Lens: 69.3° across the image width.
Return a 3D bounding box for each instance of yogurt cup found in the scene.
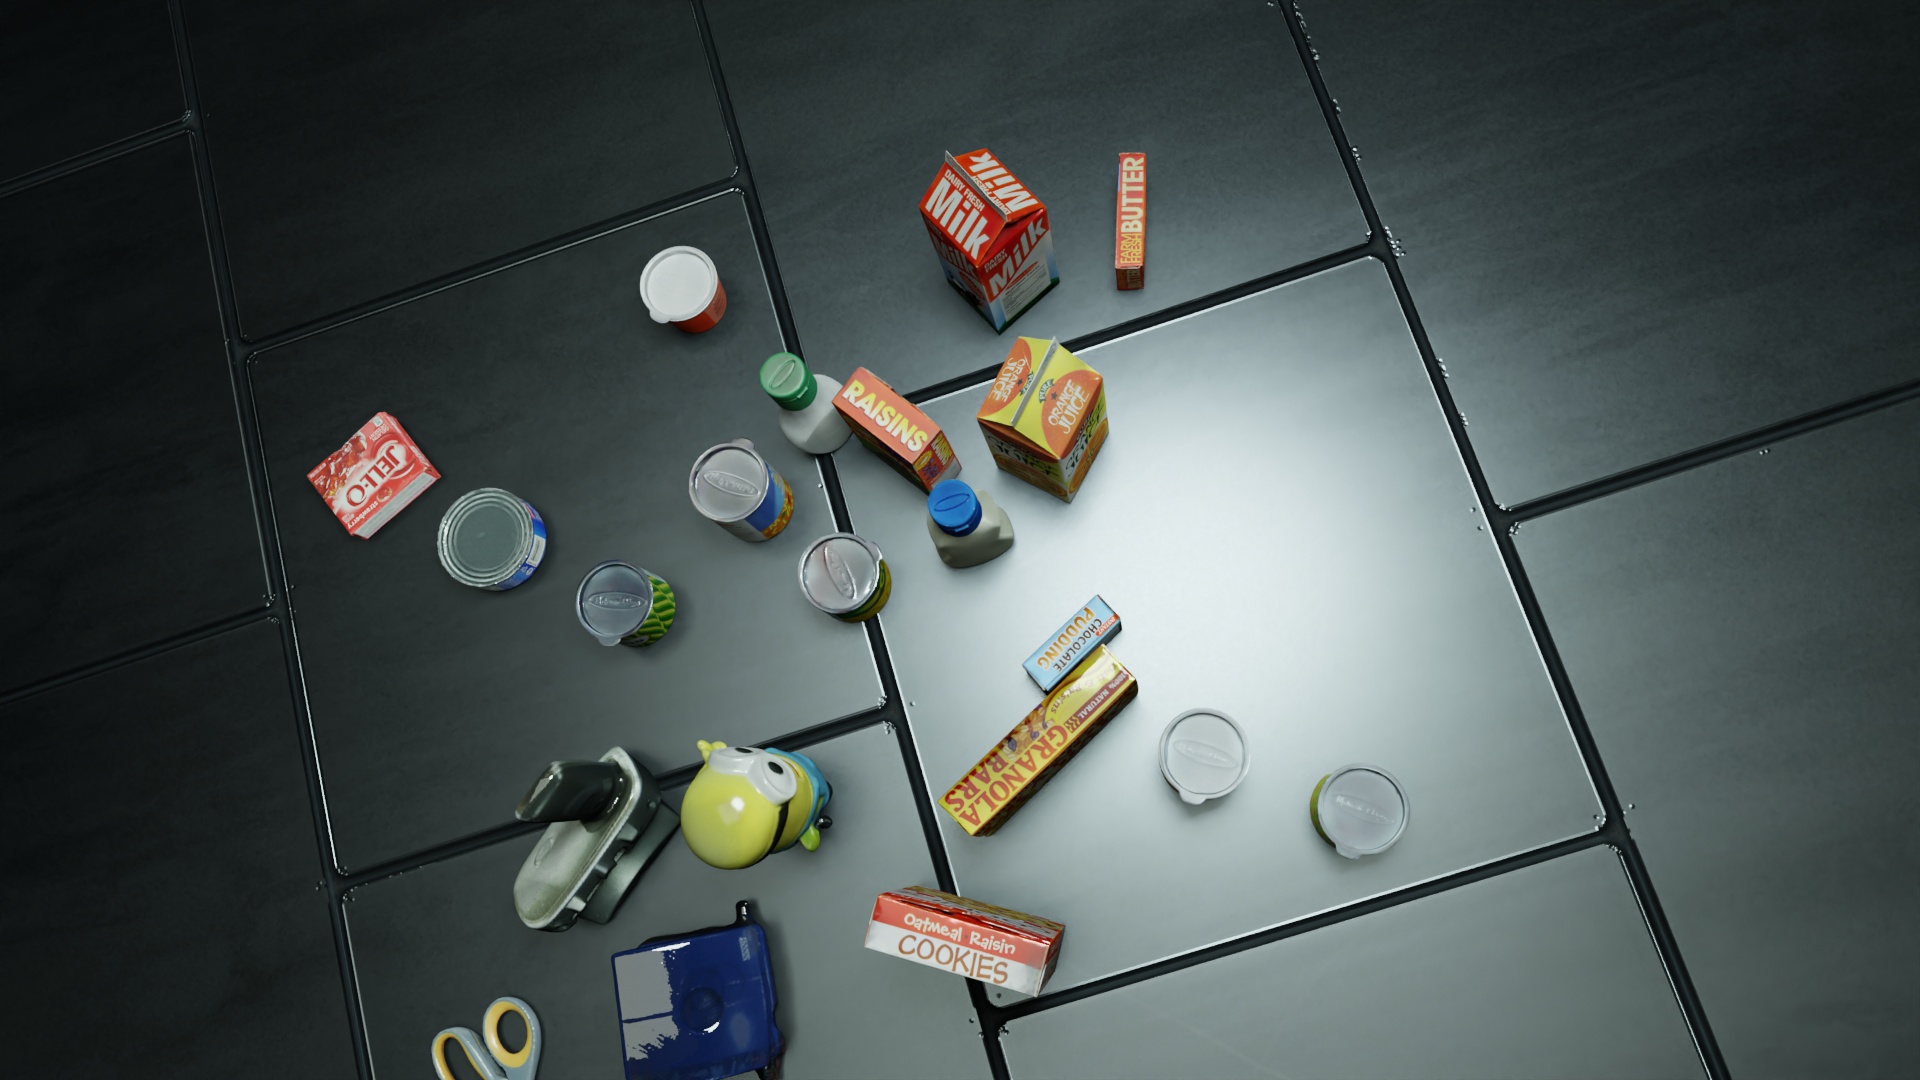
[{"bbox_3d":[-0.237,-0.215,1.207,0.072,0.054,0.072,-2,78,8],"label":"yogurt cup"}]

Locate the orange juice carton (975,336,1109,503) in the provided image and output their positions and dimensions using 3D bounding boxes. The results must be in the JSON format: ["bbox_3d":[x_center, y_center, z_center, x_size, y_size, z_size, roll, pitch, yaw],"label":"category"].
[{"bbox_3d":[0.064,-0.095,1.069,0.073,0.192,0.072,27,83,12],"label":"orange juice carton"}]

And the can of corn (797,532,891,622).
[{"bbox_3d":[-0.091,0.030,1.132,0.071,0.058,0.071,-2,78,8],"label":"can of corn"}]

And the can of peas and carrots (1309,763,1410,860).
[{"bbox_3d":[0.297,0.204,1.041,0.071,0.058,0.071,-2,78,8],"label":"can of peas and carrots"}]

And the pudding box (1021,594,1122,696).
[{"bbox_3d":[0.089,0.084,1.100,0.084,0.049,0.030,-43,76,-3],"label":"pudding box"}]

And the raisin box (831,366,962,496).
[{"bbox_3d":[-0.049,-0.084,1.117,0.086,0.123,0.040,39,86,13],"label":"raisin box"}]

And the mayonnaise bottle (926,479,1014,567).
[{"bbox_3d":[0.004,-0.014,1.082,0.065,0.148,0.041,-21,76,3],"label":"mayonnaise bottle"}]

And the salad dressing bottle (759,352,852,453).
[{"bbox_3d":[-0.124,-0.111,1.121,0.044,0.147,0.064,40,86,13],"label":"salad dressing bottle"}]

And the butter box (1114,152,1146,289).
[{"bbox_3d":[0.144,-0.267,1.167,0.024,0.053,0.103,1,78,8],"label":"butter box"}]

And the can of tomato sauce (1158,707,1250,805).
[{"bbox_3d":[0.183,0.165,1.052,0.071,0.083,0.071,-2,78,8],"label":"can of tomato sauce"}]

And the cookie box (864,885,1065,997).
[{"bbox_3d":[0.008,0.285,1.007,0.123,0.167,0.040,13,81,10],"label":"cookie box"}]

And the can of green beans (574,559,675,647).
[{"bbox_3d":[-0.277,0.053,1.153,0.071,0.057,0.071,-2,78,8],"label":"can of green beans"}]

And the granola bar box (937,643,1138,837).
[{"bbox_3d":[0.063,0.155,1.050,0.165,0.124,0.039,-43,76,-3],"label":"granola bar box"}]

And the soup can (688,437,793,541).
[{"bbox_3d":[-0.178,-0.041,1.146,0.071,0.083,0.071,-2,78,8],"label":"soup can"}]

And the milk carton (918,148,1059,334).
[{"bbox_3d":[0.024,-0.243,1.107,0.073,0.190,0.072,-42,76,-2],"label":"milk carton"}]
